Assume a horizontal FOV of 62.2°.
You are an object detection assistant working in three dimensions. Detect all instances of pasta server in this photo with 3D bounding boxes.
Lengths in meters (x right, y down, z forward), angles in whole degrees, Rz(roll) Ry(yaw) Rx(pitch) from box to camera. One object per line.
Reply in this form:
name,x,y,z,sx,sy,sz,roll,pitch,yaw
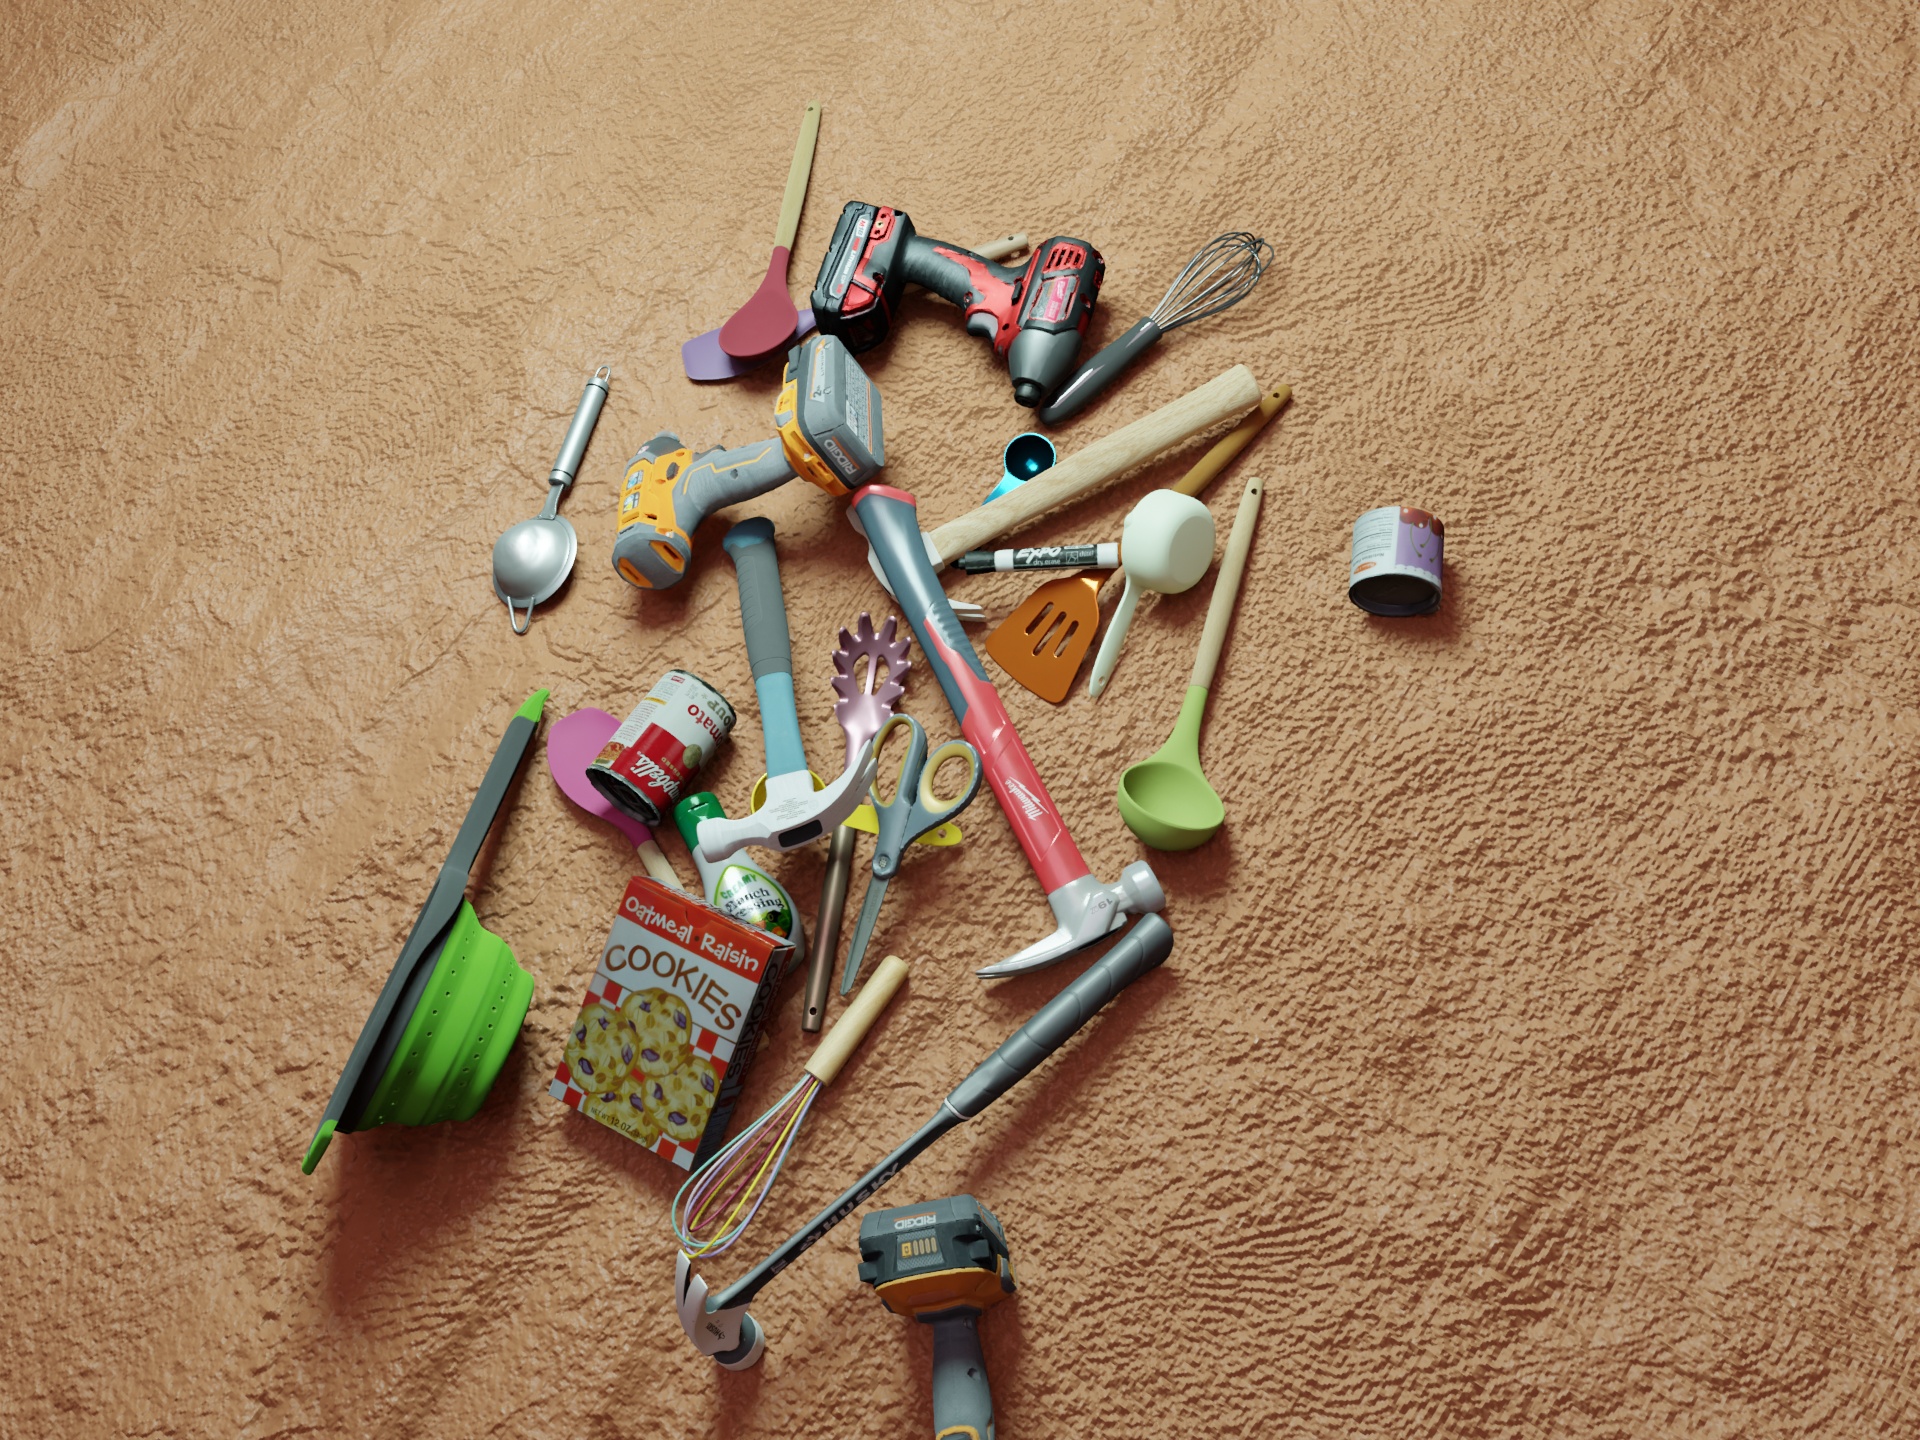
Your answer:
pasta server,-0.085,0.072,1.177,0.060,0.040,0.316,9,70,-1

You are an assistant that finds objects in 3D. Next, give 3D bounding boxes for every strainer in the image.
strainer,-0.343,-0.197,1.341,0.087,0.050,0.259,2,63,27

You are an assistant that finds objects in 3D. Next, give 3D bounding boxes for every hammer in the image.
hammer,-0.016,0.264,1.045,0.409,0.149,0.036,-38,58,-14
hammer,0.083,-0.185,1.241,0.331,0.031,0.130,-27,74,1
hammer,-0.002,-0.004,1.166,0.143,0.038,0.387,-26,72,-3
hammer,-0.142,-0.038,1.184,0.128,0.033,0.331,-13,47,-2

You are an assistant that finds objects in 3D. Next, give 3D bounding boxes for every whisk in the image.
whisk,-0.116,0.264,1.102,0.051,0.047,0.245,34,72,9
whisk,0.158,-0.318,1.296,0.239,0.055,0.055,-40,66,-3

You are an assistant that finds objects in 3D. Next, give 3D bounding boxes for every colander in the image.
colander,-0.345,0.150,1.161,0.094,0.204,0.397,26,53,-15

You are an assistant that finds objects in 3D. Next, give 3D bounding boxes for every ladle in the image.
ladle,-0.155,-0.434,1.403,0.069,0.031,0.316,0,62,15
ladle,0.185,-0.050,1.170,0.078,0.062,0.320,19,68,0

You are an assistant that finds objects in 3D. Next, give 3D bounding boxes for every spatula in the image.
spatula,-0.091,-0.360,1.373,0.316,0.018,0.060,-20,61,3
spatula,0.151,-0.150,1.238,0.081,0.041,0.322,39,75,23

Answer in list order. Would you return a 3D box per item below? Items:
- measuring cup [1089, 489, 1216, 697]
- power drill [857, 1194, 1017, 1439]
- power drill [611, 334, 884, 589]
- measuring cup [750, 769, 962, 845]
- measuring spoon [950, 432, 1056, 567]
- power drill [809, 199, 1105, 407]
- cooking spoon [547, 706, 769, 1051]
measuring cup,0.142,-0.091,1.189,0.038,0.083,0.167,20,87,43
power drill,-0.006,0.405,0.942,0.084,0.185,0.226,-13,62,7
power drill,-0.175,-0.212,1.264,0.226,0.084,0.164,-25,43,20
measuring cup,-0.077,0.073,1.158,0.156,0.029,0.062,12,72,-12
measuring spoon,0.032,-0.173,1.275,0.042,0.021,0.128,35,86,14
power drill,-0.003,-0.339,1.303,0.220,0.078,0.143,15,76,12
cooking spoon,-0.225,0.115,1.195,0.069,0.017,0.319,-29,64,-15
